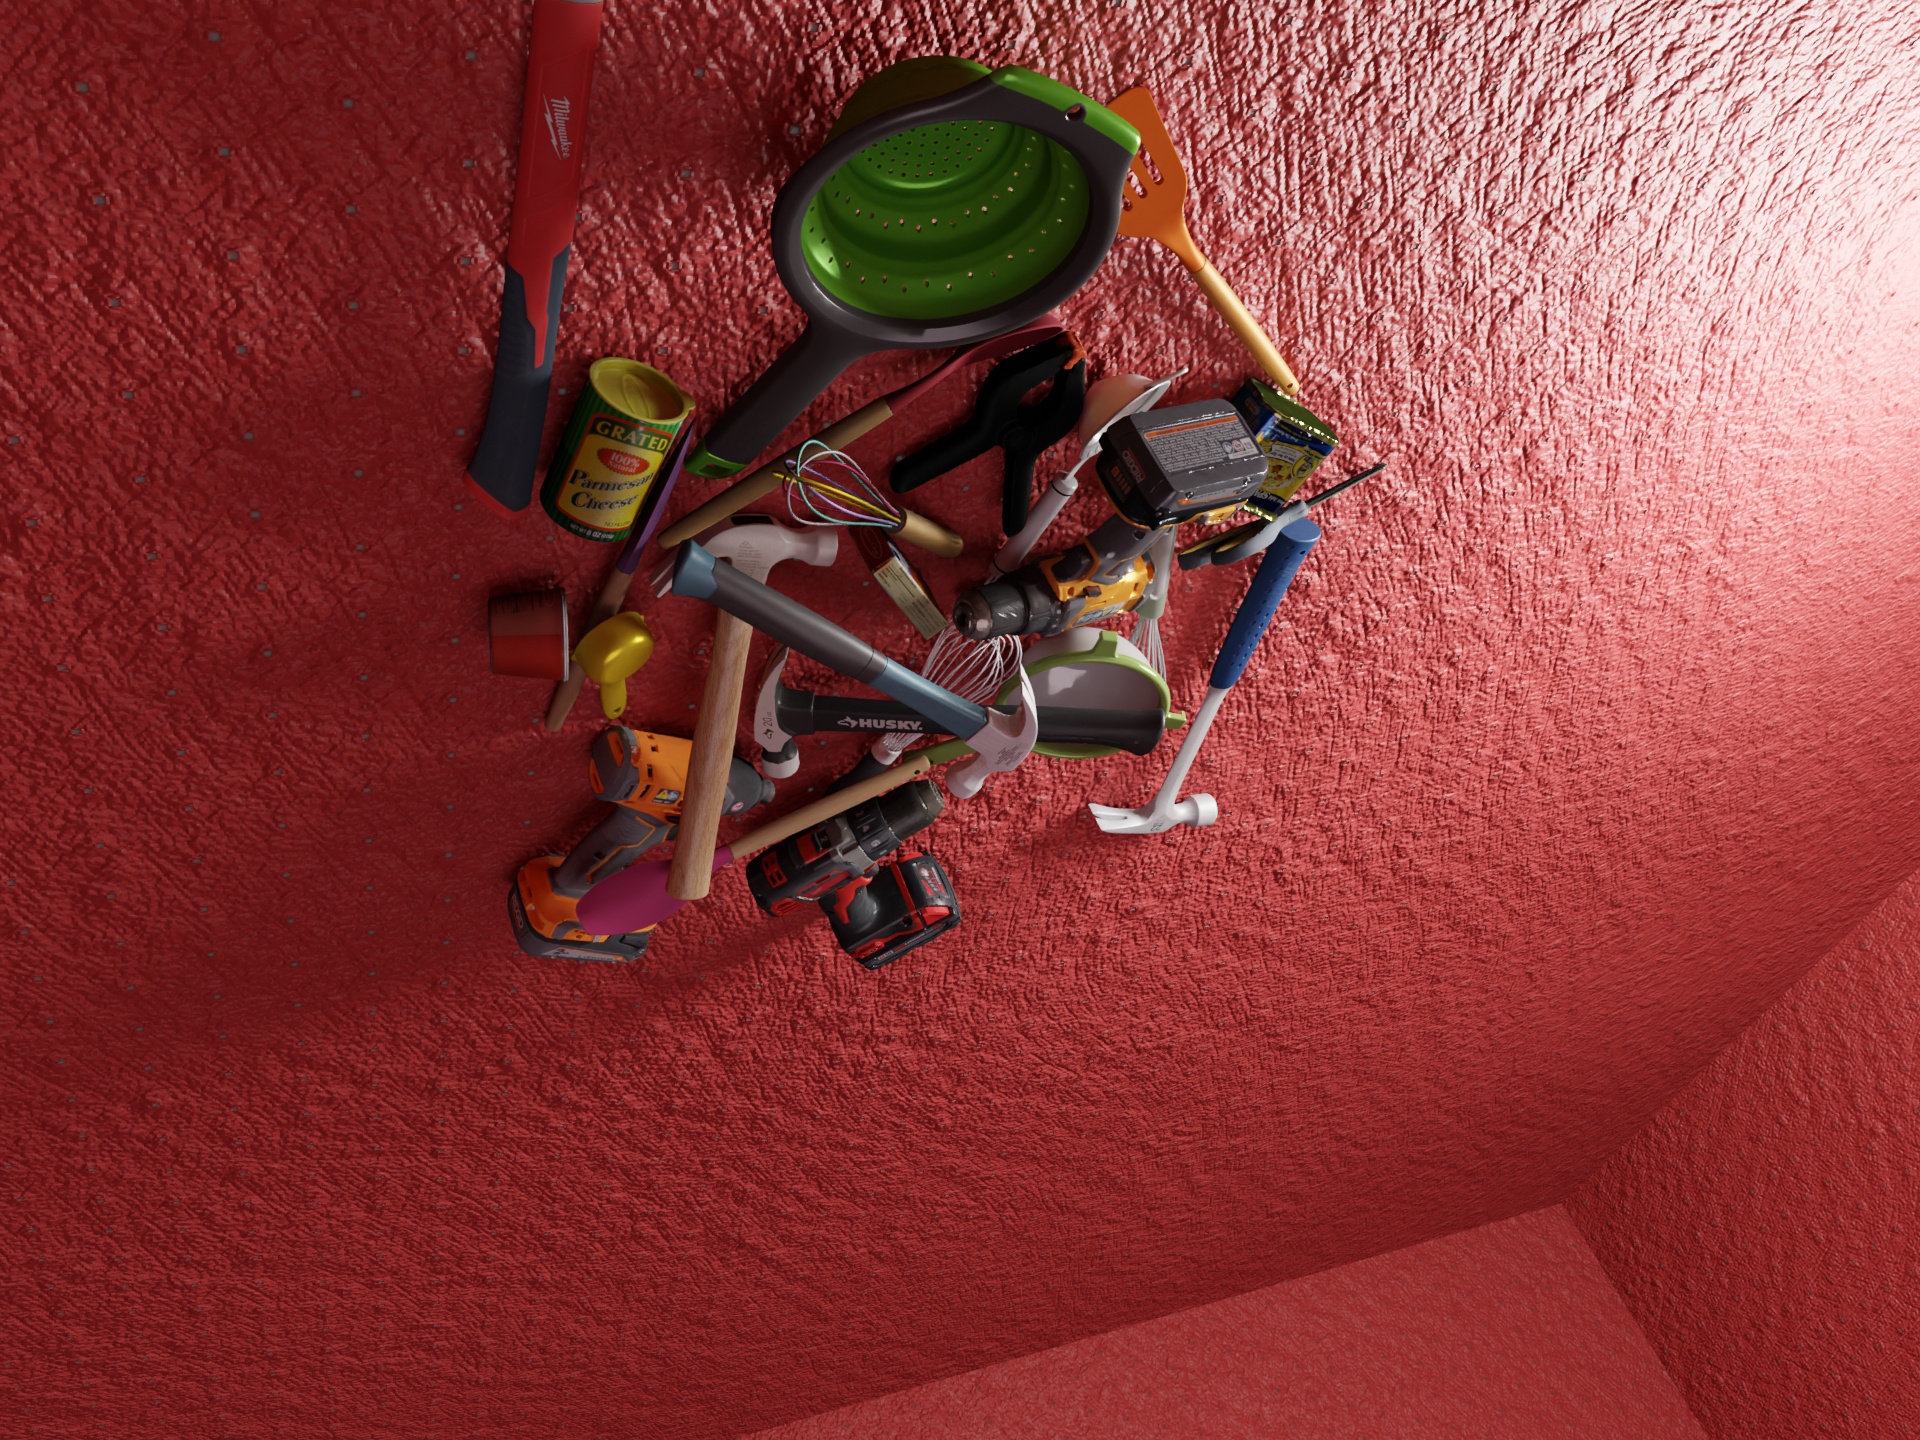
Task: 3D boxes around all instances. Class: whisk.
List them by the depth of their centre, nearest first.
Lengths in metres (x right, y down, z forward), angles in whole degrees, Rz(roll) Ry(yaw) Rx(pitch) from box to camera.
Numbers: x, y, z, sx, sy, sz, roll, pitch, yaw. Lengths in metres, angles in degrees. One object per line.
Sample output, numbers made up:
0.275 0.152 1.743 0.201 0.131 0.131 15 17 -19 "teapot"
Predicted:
-0.060 -0.151 1.139 0.047 0.051 0.244 -13 169 24 "whisk"
-0.047 0.005 1.370 0.070 0.070 0.284 12 135 -39 "whisk"
0.163 -0.089 1.378 0.058 0.059 0.246 -7 135 -10 "whisk"

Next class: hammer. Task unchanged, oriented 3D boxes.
-0.232 -0.276 0.933 0.143 0.038 0.386 -5 139 -27 "hammer"
-0.076 -0.043 1.192 0.330 0.033 0.128 29 129 -31 "hammer"
-0.189 -0.003 1.223 0.130 0.031 0.331 2 119 -24 "hammer"
-0.002 -0.004 1.295 0.335 0.035 0.146 3 137 2 "hammer"
0.239 -0.027 1.504 0.144 0.035 0.405 -6 139 -24 "hammer"

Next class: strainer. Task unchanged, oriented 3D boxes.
0.082 -0.188 1.216 0.087 0.050 0.258 -34 166 -50 "strainer"
0.058 -0.018 1.397 0.256 0.069 0.151 -19 141 25 "strainer"

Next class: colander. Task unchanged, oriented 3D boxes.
-0.064 -0.285 0.992 0.204 0.095 0.397 11 148 -39 "colander"

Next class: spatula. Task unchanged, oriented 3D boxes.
0.173 -0.317 1.128 0.081 0.041 0.322 -38 145 16 "spatula"
-0.249 -0.091 1.140 0.018 0.060 0.315 24 132 -14 "spatula"

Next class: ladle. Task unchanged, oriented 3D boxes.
-0.072 -0.202 1.094 0.315 0.031 0.069 -31 -179 1 "ladle"

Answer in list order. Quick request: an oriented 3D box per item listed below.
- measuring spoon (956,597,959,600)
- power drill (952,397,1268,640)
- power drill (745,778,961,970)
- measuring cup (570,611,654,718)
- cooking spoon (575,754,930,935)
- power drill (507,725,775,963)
0.051 -0.106 1.312 0.117 0.011 0.021 -12 166 -24 "measuring spoon"
0.105 -0.138 1.204 0.185 0.084 0.226 -17 161 -34 "power drill"
-0.073 0.138 1.467 0.188 0.080 0.226 -30 150 6 "power drill"
-0.256 -0.029 1.195 0.062 0.029 0.156 -33 164 -22 "measuring cup"
-0.169 0.099 1.332 0.319 0.017 0.068 -24 130 -13 "cooking spoon"
-0.267 0.105 1.343 0.164 0.084 0.226 13 126 -41 "power drill"
